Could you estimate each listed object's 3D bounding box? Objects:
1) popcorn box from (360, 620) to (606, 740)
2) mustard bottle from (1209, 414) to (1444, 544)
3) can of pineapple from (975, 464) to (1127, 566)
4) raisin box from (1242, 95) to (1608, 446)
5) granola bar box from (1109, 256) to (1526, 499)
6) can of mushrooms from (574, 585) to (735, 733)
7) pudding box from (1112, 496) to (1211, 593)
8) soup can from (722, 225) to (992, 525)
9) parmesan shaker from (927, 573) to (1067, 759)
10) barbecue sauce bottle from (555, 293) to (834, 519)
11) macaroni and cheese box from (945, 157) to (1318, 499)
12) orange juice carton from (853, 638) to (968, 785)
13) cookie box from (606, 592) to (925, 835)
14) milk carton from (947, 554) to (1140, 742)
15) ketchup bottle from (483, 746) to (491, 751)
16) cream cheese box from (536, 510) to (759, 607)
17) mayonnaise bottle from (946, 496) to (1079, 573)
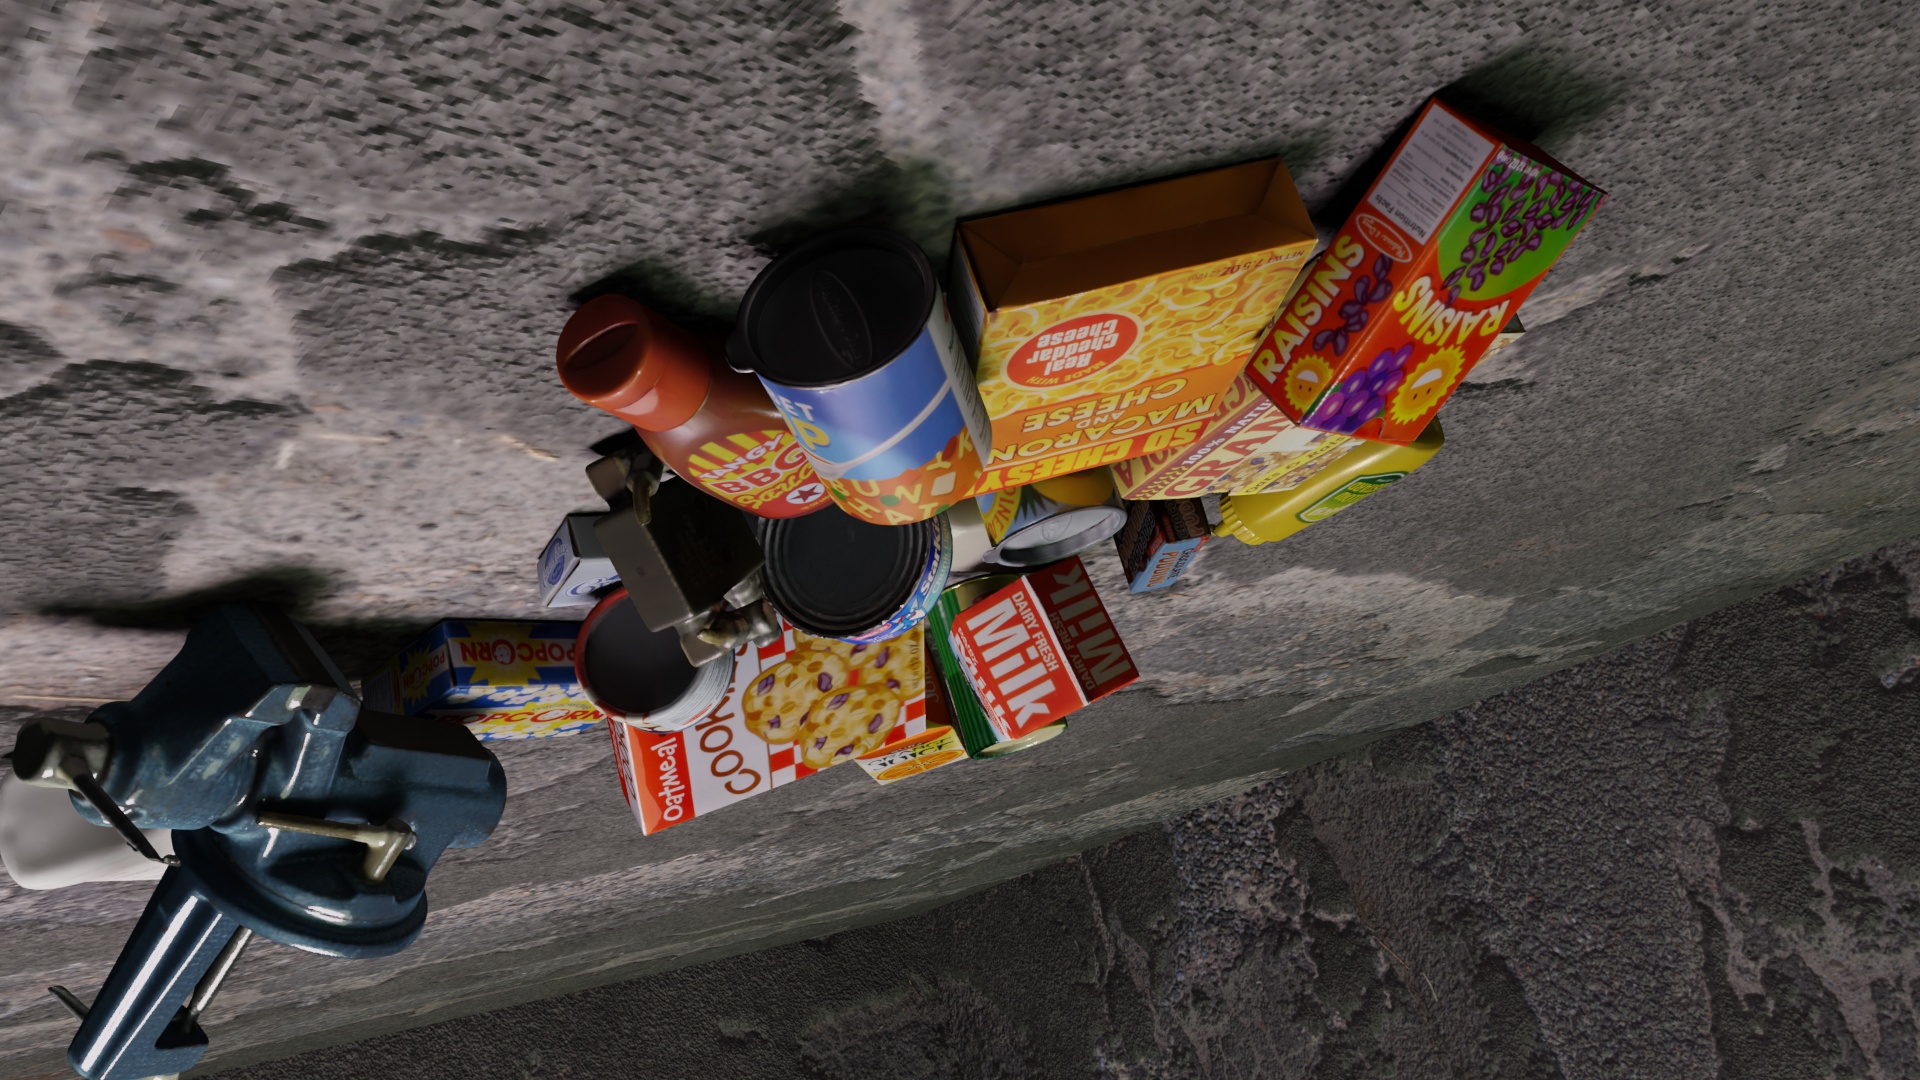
[{"bbox_3d":[-0.238,0.076,0.740,0.085,0.038,0.127,-29,159,34],"label":"popcorn box"},{"bbox_3d":[0.197,-0.035,0.795,0.065,0.049,0.159,-3,157,-39],"label":"mustard bottle"},{"bbox_3d":[0.037,-0.026,0.658,0.071,0.058,0.070,-16,161,-5],"label":"can of pineapple"},{"bbox_3d":[0.177,-0.097,0.533,0.086,0.040,0.122,2,130,-44],"label":"raisin box"},{"bbox_3d":[0.165,-0.073,0.670,0.124,0.039,0.164,-5,158,-34],"label":"granola bar box"},{"bbox_3d":[-0.141,0.052,0.634,0.071,0.071,0.033,-18,162,4],"label":"can of mushrooms"},{"bbox_3d":[0.114,-0.007,0.800,0.030,0.050,0.083,-12,161,-12],"label":"pudding box"},{"bbox_3d":[-0.032,-0.053,0.470,0.071,0.071,0.083,-19,145,4],"label":"soup can"},{"bbox_3d":[0.020,0.082,0.886,0.071,0.103,0.071,-15,162,-5],"label":"parmesan shaker"},{"bbox_3d":[-0.087,-0.047,0.506,0.065,0.044,0.148,-26,160,14],"label":"barbecue sauce bottle"},{"bbox_3d":[0.055,-0.077,0.554,0.124,0.040,0.165,-14,161,-11],"label":"macaroni and cheese box"},{"bbox_3d":[-0.045,0.118,0.986,0.073,0.072,0.192,-18,162,-1],"label":"orange juice carton"},{"bbox_3d":[-0.101,0.074,0.735,0.168,0.040,0.122,-18,131,-23],"label":"cookie box"},{"bbox_3d":[0.042,0.061,0.753,0.073,0.072,0.190,-26,172,-6],"label":"milk carton"},{"bbox_3d":[-0.326,0.132,0.815,0.065,0.043,0.148,-18,162,-4],"label":"ketchup bottle"},{"bbox_3d":[-0.140,0.008,0.649,0.104,0.024,0.053,-4,157,-36],"label":"cream cheese box"},{"bbox_3d":[0.003,-0.009,0.708,0.148,0.041,0.064,3,151,-45],"label":"mayonnaise bottle"}]
